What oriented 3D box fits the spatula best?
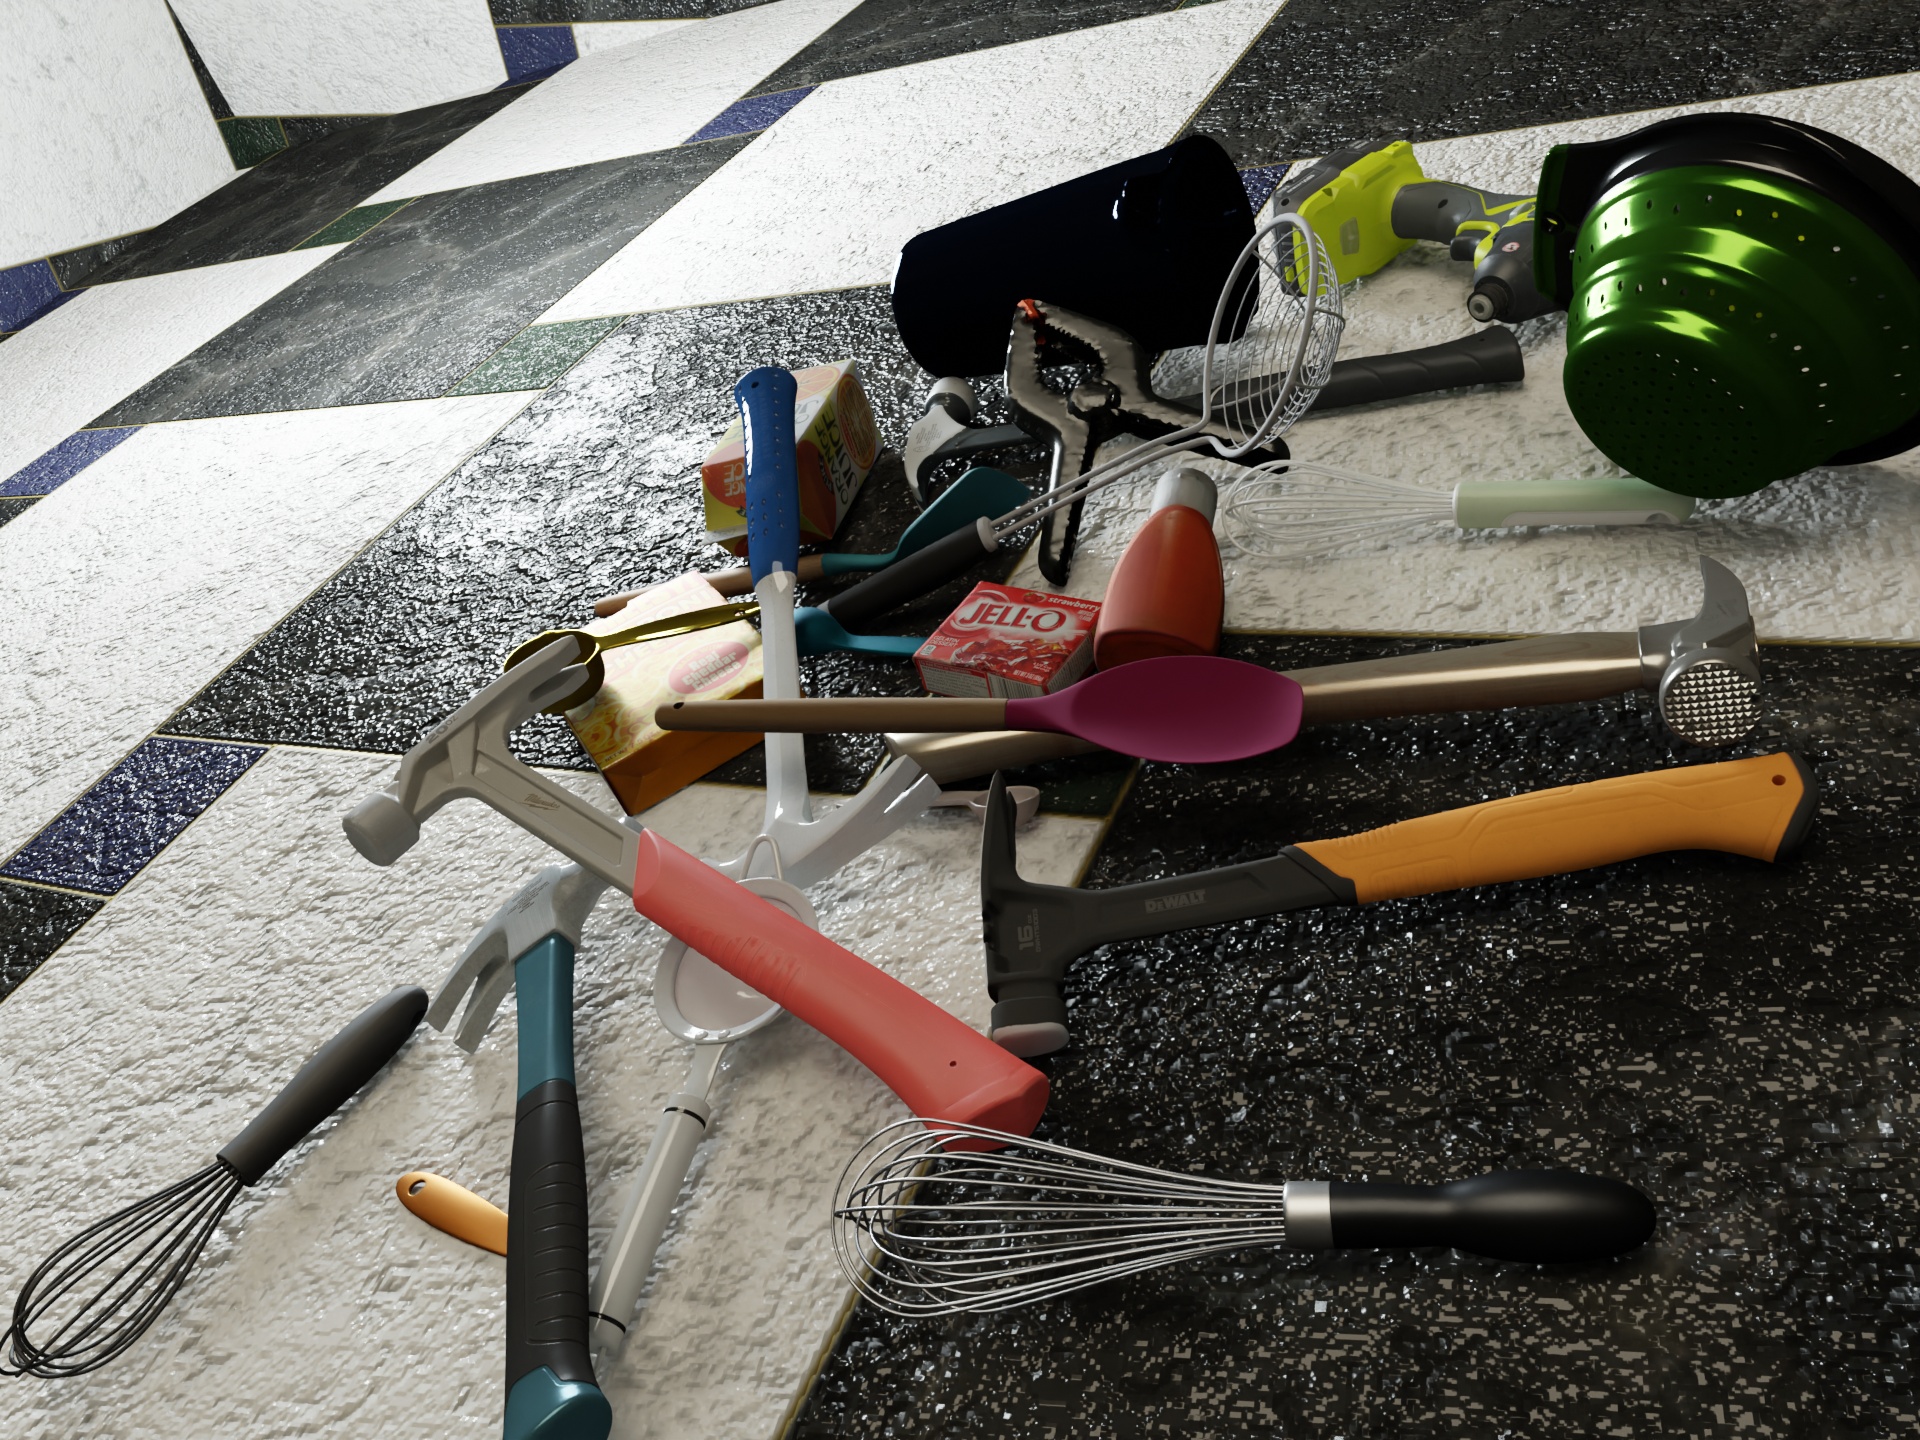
[{"bbox_3d":[-0.109,-0.107,1.037,0.317,0.044,0.082,-8,-7,25],"label":"spatula"}]

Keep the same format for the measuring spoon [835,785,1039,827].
[{"bbox_3d":[-0.013,0.047,0.810,0.124,0.018,0.034,-3,13,35],"label":"measuring spoon"}]

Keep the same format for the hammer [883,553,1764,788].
[{"bbox_3d":[0.153,-0.013,0.763,0.411,0.038,0.146,-7,20,26],"label":"hammer"}]

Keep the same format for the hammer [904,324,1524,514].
[{"bbox_3d":[0.150,-0.203,1.033,0.409,0.036,0.149,-5,39,23],"label":"hammer"}]

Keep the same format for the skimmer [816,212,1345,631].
[{"bbox_3d":[0.051,-0.150,0.894,0.363,0.090,0.127,-26,45,23],"label":"skimmer"}]

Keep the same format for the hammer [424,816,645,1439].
[{"bbox_3d":[-0.176,0.171,0.678,0.128,0.033,0.331,-36,33,8],"label":"hammer"}]

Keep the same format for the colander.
[{"bbox_3d":[0.416,-0.134,0.709,0.397,0.204,0.094,32,75,29],"label":"colander"}]

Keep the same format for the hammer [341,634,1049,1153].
[{"bbox_3d":[-0.109,0.077,0.709,0.359,0.036,0.149,26,54,28],"label":"hammer"}]

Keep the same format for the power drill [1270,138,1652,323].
[{"bbox_3d":[0.324,-0.324,1.062,0.171,0.080,0.223,-37,40,-25],"label":"power drill"}]

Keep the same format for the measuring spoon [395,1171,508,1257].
[{"bbox_3d":[-0.211,0.216,0.691,0.117,0.011,0.021,10,46,37],"label":"measuring spoon"}]

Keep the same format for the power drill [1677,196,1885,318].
[{"bbox_3d":[0.532,-0.261,0.869,0.190,0.080,0.229,-37,40,-20],"label":"power drill"}]

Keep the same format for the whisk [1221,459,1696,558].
[{"bbox_3d":[0.259,-0.115,0.853,0.246,0.057,0.059,3,76,27],"label":"whisk"}]

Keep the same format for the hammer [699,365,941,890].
[{"bbox_3d":[-0.098,-0.072,0.898,0.144,0.035,0.406,-24,45,16],"label":"hammer"}]

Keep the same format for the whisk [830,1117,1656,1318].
[{"bbox_3d":[0.089,0.171,0.553,0.284,0.070,0.070,-5,38,15],"label":"whisk"}]

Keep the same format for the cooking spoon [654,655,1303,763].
[{"bbox_3d":[-0.001,-0.002,0.745,0.319,0.017,0.069,0,44,20],"label":"cooking spoon"}]

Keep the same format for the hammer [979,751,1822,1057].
[{"bbox_3d":[0.172,0.054,0.661,0.337,0.034,0.127,-11,55,12],"label":"hammer"}]

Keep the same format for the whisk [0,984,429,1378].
[{"bbox_3d":[-0.341,0.208,0.745,0.055,0.055,0.239,8,41,36],"label":"whisk"}]

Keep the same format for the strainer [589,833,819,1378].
[{"bbox_3d":[-0.115,0.163,0.686,0.087,0.050,0.259,-7,43,27],"label":"strainer"}]

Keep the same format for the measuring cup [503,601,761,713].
[{"bbox_3d":[-0.191,-0.040,0.946,0.156,0.029,0.062,-15,35,-9],"label":"measuring cup"}]

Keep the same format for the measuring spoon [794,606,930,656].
[{"bbox_3d":[-0.051,-0.053,0.935,0.128,0.021,0.042,4,30,17],"label":"measuring spoon"}]
